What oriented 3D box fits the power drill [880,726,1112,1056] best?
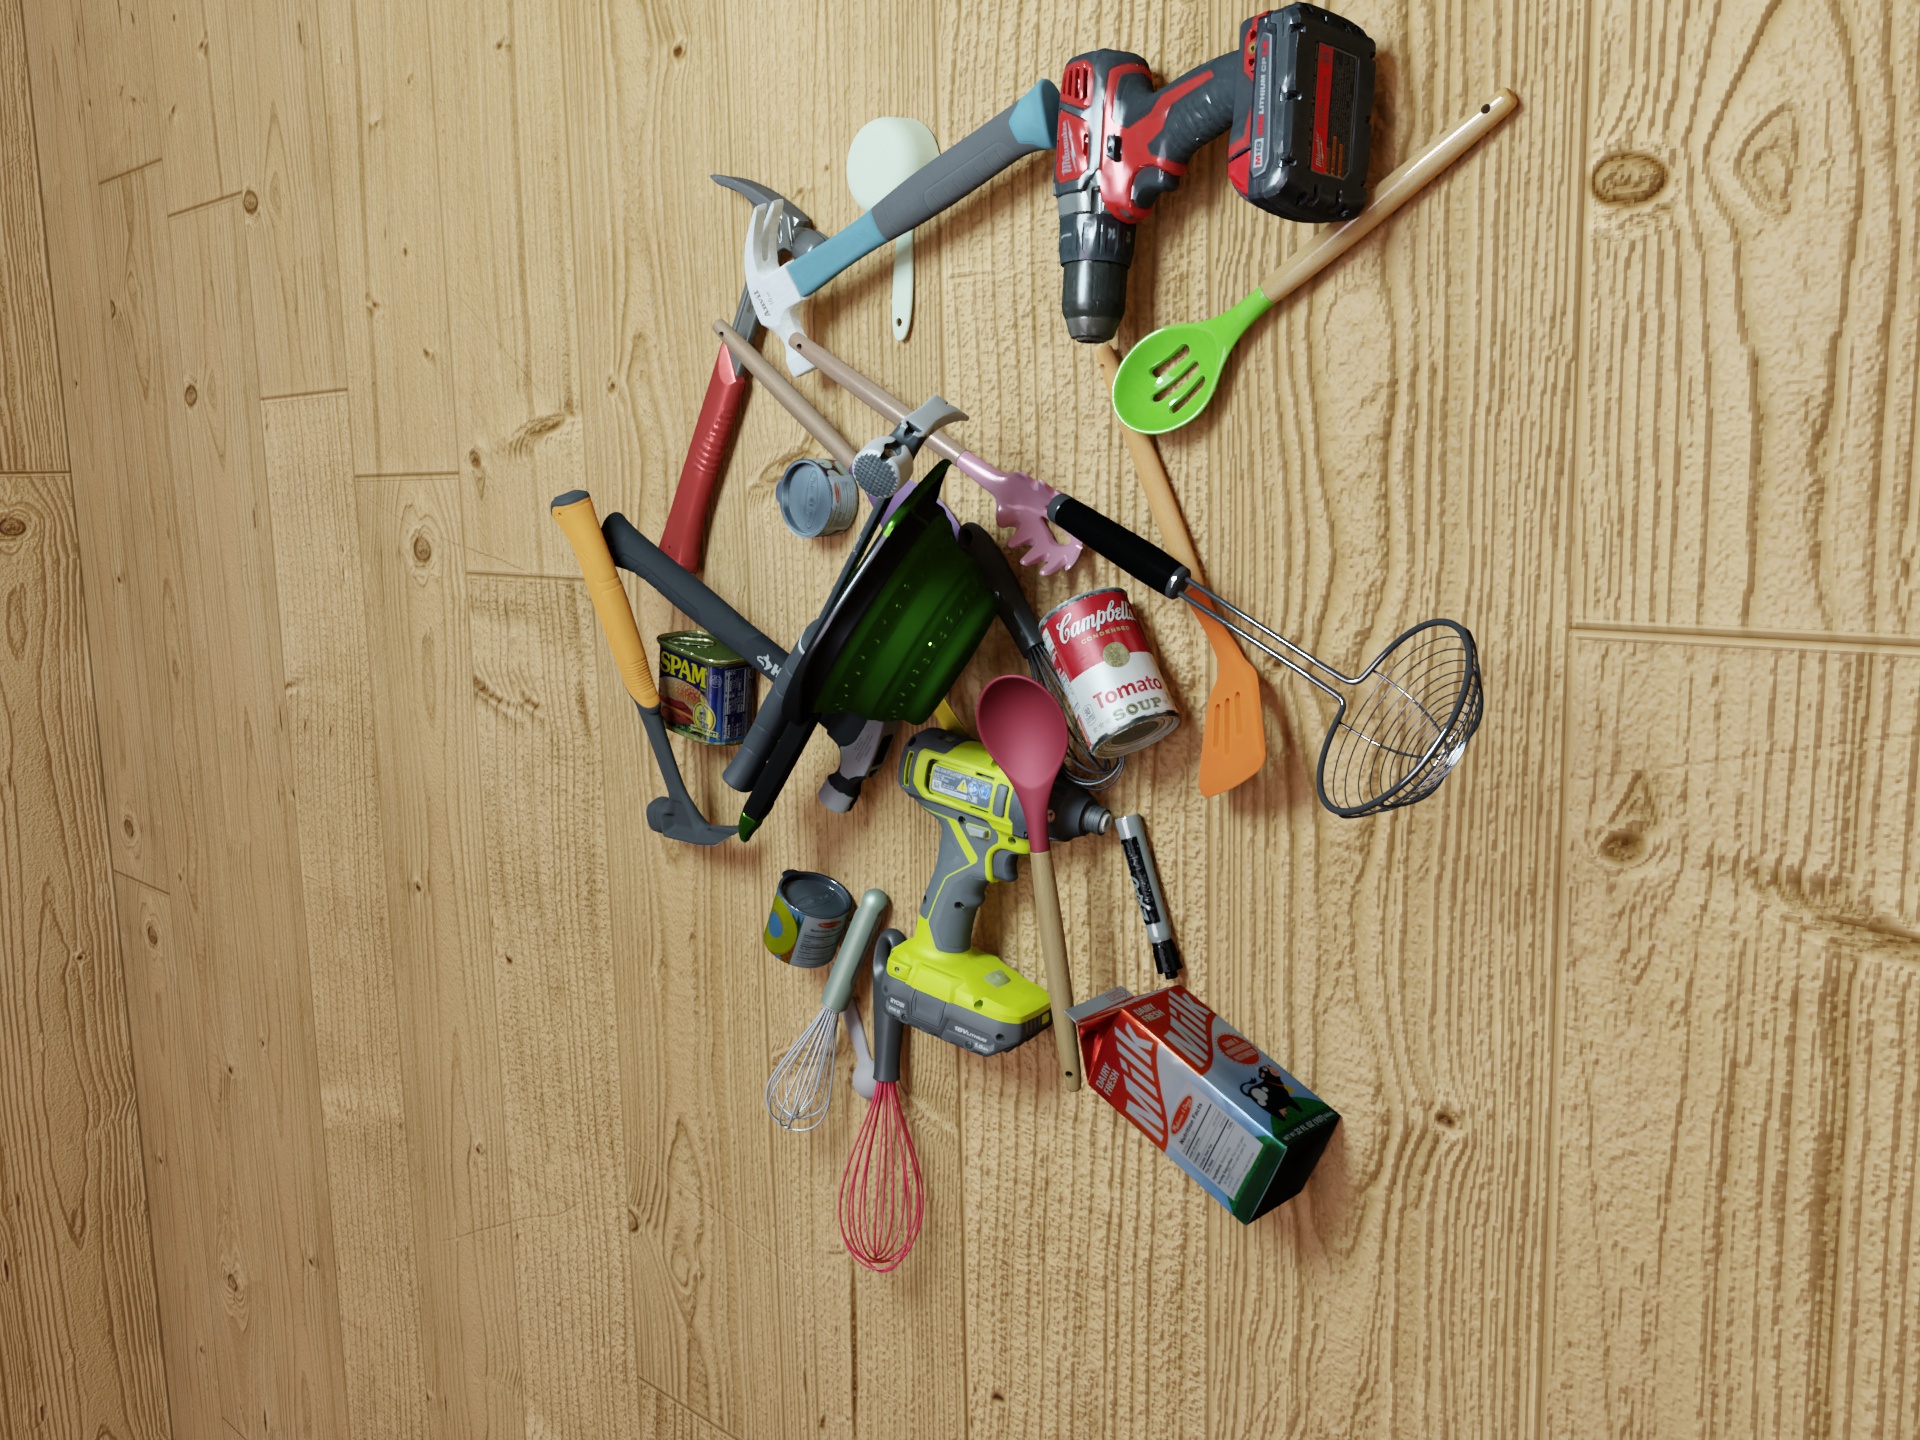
[{"bbox_3d":[0.023,0.132,1.216,0.171,0.080,0.223,17,106,30],"label":"power drill"}]

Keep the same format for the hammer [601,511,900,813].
[{"bbox_3d":[-0.185,-0.077,1.357,0.335,0.035,0.146,38,115,18],"label":"hammer"}]

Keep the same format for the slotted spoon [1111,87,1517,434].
[{"bbox_3d":[0.214,-0.282,0.997,0.313,0.031,0.070,-36,70,40],"label":"slotted spoon"}]

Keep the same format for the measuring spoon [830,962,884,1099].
[{"bbox_3d":[-0.098,0.275,1.400,0.034,0.018,0.124,-28,77,43],"label":"measuring spoon"}]

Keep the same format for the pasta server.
[{"bbox_3d":[-0.022,-0.211,1.199,0.316,0.040,0.060,39,119,22],"label":"pasta server"}]

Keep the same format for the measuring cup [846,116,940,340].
[{"bbox_3d":[-0.056,-0.380,1.231,0.083,0.038,0.167,11,104,43],"label":"measuring cup"}]

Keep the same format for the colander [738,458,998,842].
[{"bbox_3d":[-0.070,-0.013,1.209,0.094,0.205,0.397,33,131,1],"label":"colander"}]

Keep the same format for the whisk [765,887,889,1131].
[{"bbox_3d":[-0.112,0.253,1.382,0.059,0.058,0.246,24,107,7],"label":"whisk"}]

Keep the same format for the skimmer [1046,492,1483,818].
[{"bbox_3d":[0.164,-0.066,0.979,0.364,0.090,0.127,39,101,37],"label":"skimmer"}]

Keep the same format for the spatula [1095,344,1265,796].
[{"bbox_3d":[0.144,-0.109,1.083,0.081,0.041,0.323,-39,67,61],"label":"spatula"}]

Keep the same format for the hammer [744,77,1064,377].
[{"bbox_3d":[-0.048,-0.376,1.186,0.331,0.033,0.128,-19,103,43],"label":"hammer"}]

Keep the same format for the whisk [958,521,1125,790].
[{"bbox_3d":[0.054,-0.052,1.181,0.055,0.055,0.239,-46,61,38],"label":"whisk"}]

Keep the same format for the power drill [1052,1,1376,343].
[{"bbox_3d":[0.143,-0.341,1.006,0.227,0.080,0.188,10,98,50],"label":"power drill"}]

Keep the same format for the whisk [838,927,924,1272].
[{"bbox_3d":[-0.063,0.323,1.353,0.073,0.073,0.296,5,94,43],"label":"whisk"}]

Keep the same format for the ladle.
[{"bbox_3d":[0.062,0.119,1.145,0.069,0.031,0.315,-3,101,27],"label":"ladle"}]

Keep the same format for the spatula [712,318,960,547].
[{"bbox_3d":[-0.100,-0.226,1.293,0.316,0.018,0.059,46,126,18],"label":"spatula"}]

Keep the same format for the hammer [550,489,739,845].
[{"bbox_3d":[-0.285,-0.042,1.410,0.127,0.034,0.336,7,120,47],"label":"hammer"}]

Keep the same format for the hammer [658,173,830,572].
[{"bbox_3d":[-0.216,-0.288,1.404,0.149,0.036,0.359,42,123,31],"label":"hammer"}]

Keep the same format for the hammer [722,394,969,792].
[{"bbox_3d":[-0.103,-0.080,1.214,0.036,0.149,0.408,34,131,2],"label":"hammer"}]

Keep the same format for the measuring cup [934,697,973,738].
[{"bbox_3d":[-0.002,-0.004,1.262,0.062,0.029,0.156,-34,85,39],"label":"measuring cup"}]
